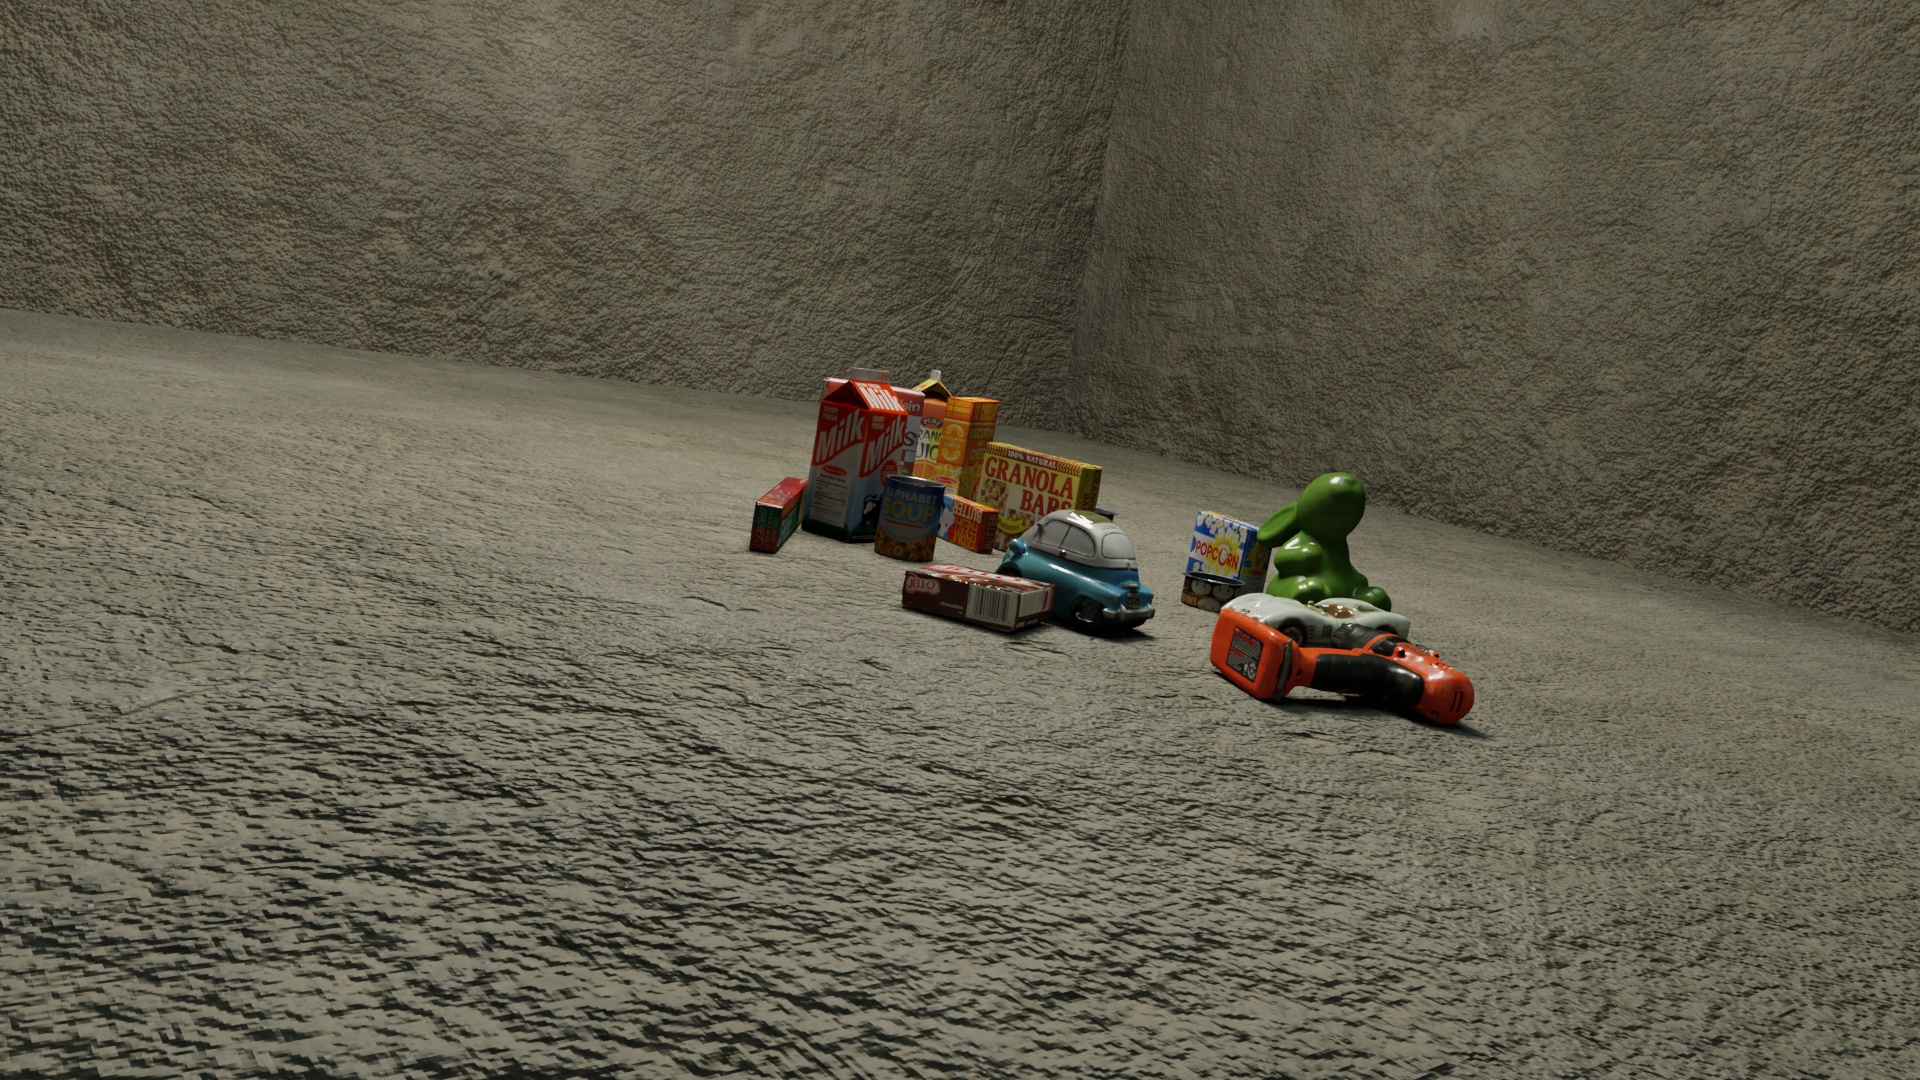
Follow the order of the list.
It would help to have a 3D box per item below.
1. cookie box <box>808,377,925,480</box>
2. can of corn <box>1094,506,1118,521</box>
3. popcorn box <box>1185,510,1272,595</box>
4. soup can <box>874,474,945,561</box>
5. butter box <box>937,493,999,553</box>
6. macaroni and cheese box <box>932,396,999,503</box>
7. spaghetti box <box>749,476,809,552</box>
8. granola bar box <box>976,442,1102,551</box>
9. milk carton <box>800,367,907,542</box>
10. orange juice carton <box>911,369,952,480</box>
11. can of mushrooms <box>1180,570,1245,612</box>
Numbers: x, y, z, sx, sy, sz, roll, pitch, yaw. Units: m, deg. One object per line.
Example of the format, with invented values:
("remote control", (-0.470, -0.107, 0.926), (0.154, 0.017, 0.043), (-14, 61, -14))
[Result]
("cookie box", (-0.119, -0.111, 1.718), (0.123, 0.167, 0.040), (7, 8, -18))
("can of corn", (0.160, -0.012, 1.754), (0.071, 0.058, 0.071), (10, 8, -1))
("popcorn box", (0.318, 0.018, 1.642), (0.038, 0.085, 0.127), (7, 9, -19))
("soup can", (-0.055, -0.024, 1.499), (0.071, 0.083, 0.071), (10, 8, -1))
("butter box", (0.006, -0.021, 1.651), (0.024, 0.053, 0.103), (5, 10, -33))
("macaroni and cheese box", (0.003, -0.103, 1.811), (0.040, 0.166, 0.124), (12, 8, 16))
("spaghetti box", (-0.194, -0.031, 1.500), (0.029, 0.050, 0.250), (10, 8, -1))
("granola bar box", (0.088, -0.042, 1.642), (0.039, 0.124, 0.165), (3, 11, -42))
("milk carton", (-0.115, -0.098, 1.557), (0.073, 0.190, 0.072), (15, 9, 33))
("orange juice carton", (-0.049, -0.135, 1.877), (0.073, 0.192, 0.072), (8, 8, -10))
("can of mushrooms", (0.272, 0.056, 1.512), (0.071, 0.033, 0.071), (10, 8, -1))
